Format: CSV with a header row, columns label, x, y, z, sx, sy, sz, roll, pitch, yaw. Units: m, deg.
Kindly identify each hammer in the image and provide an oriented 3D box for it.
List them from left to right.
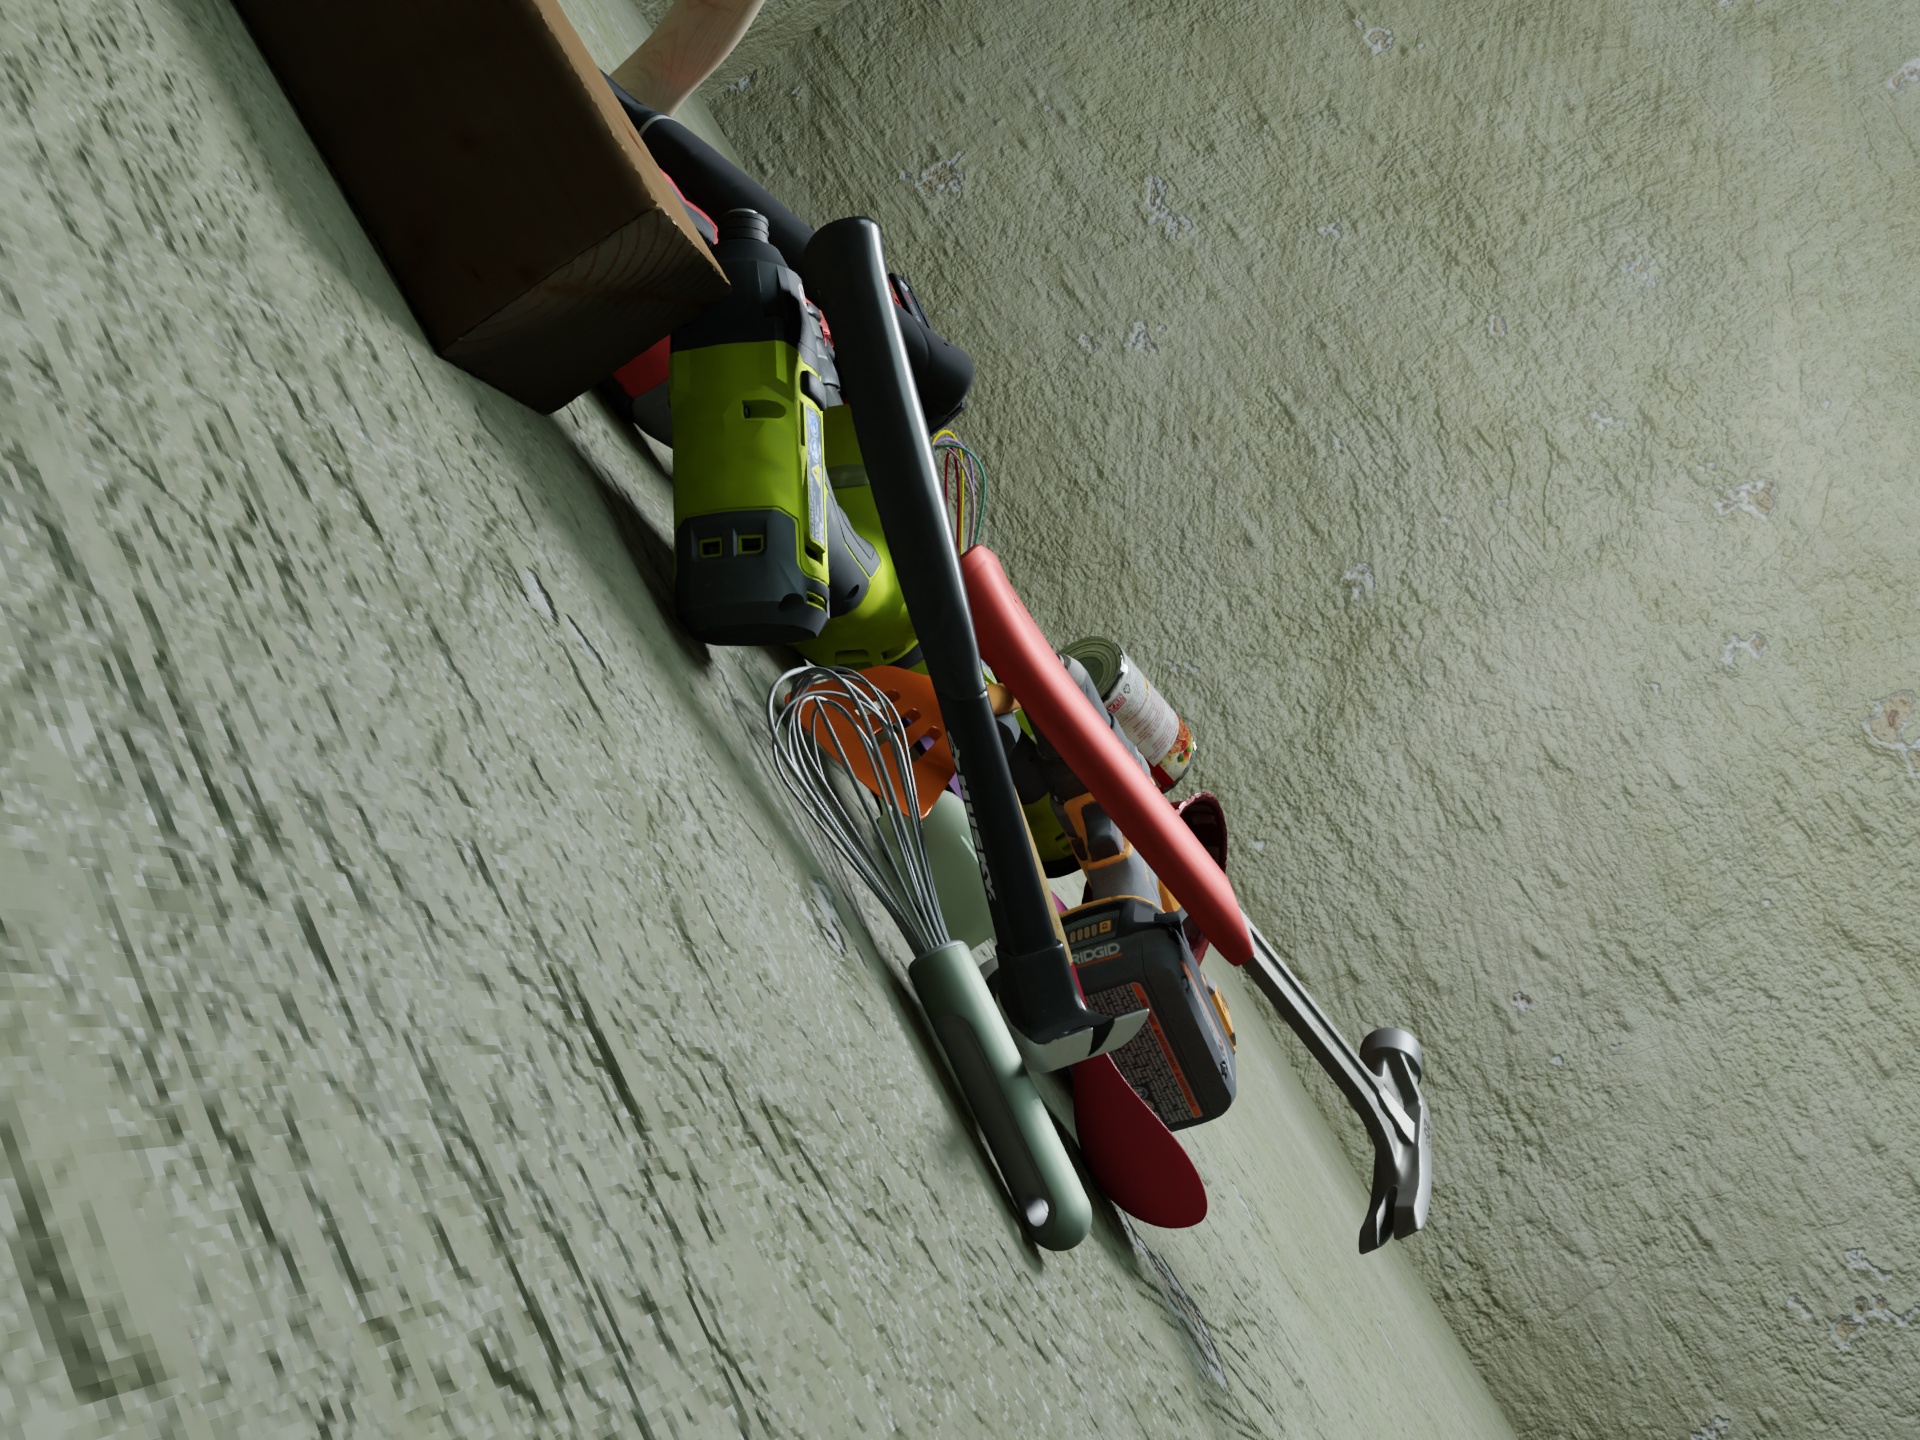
label,x,y,z,sx,sy,sz,roll,pitch,yaw
hammer,-0.154,-0.284,0.736,0.408,0.036,0.149,39,22,-12
hammer,-0.138,-0.341,0.826,0.146,0.038,0.411,27,-4,-22
hammer,-0.002,-0.025,0.611,0.146,0.035,0.335,-176,-110,-76
hammer,0.102,0.072,0.739,0.359,0.036,0.149,51,25,-6

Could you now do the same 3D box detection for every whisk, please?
label,x,y,z,sx,sy,sz,roll,pitch,yaw
whisk,-0.013,0.083,0.603,0.059,0.057,0.246,-6,62,-44
whisk,-0.001,-0.095,1.137,0.047,0.051,0.244,-91,176,-54

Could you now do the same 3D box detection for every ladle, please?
label,x,y,z,sx,sy,sz,roll,pitch,yaw
ladle,0.036,0.084,0.702,0.069,0.031,0.315,-16,-85,55

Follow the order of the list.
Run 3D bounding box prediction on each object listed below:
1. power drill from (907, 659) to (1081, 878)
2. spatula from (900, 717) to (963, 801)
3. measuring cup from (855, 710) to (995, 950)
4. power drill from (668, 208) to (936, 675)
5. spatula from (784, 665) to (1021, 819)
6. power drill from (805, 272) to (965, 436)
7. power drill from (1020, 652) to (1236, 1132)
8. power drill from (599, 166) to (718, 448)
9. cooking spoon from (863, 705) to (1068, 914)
label,x,y,z,sx,sy,sz,roll,pitch,yaw
power drill,0.016,-0.007,1.083,0.228,0.080,0.191,47,13,-47
spatula,-0.060,-0.049,0.849,0.316,0.018,0.059,55,4,17
measuring cup,-0.019,0.034,0.769,0.083,0.038,0.168,48,14,-56
power drill,-0.067,-0.107,0.705,0.223,0.080,0.171,33,53,-77
spatula,-0.001,-0.003,0.824,0.081,0.041,0.322,42,10,8
power drill,-0.079,-0.224,1.007,0.188,0.080,0.226,66,20,9
power drill,0.079,0.083,0.849,0.226,0.084,0.185,-86,154,-58
power drill,-0.153,-0.213,0.793,0.143,0.078,0.220,53,11,-32
cooking spoon,0.017,0.076,0.939,0.318,0.017,0.069,49,17,-49
